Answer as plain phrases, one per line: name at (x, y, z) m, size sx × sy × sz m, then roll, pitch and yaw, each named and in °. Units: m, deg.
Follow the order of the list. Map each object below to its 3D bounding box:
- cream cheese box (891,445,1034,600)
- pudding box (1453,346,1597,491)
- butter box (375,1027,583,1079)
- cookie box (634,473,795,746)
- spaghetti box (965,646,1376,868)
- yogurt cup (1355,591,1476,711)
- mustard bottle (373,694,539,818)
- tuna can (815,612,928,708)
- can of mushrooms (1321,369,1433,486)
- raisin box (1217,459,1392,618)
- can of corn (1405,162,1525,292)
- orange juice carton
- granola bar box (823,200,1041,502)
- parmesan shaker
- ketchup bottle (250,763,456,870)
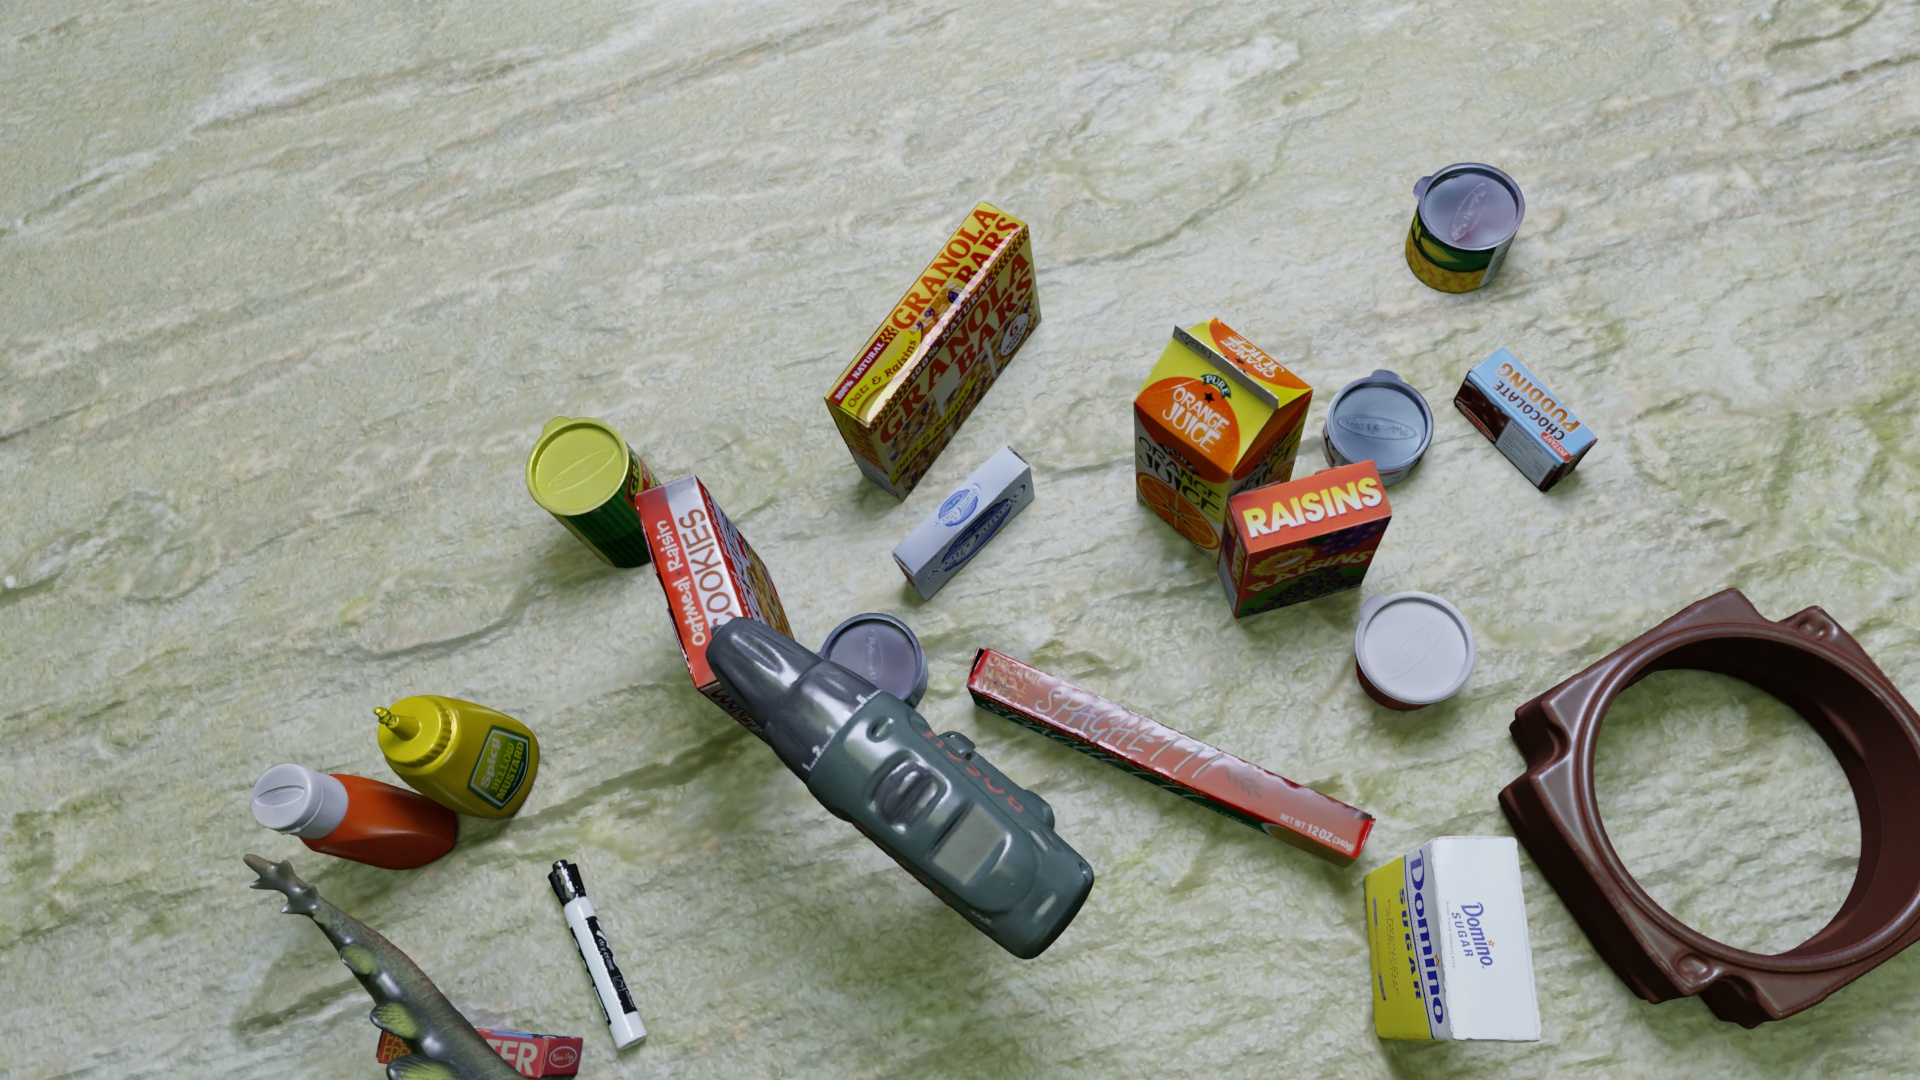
cream cheese box at (0.003, -0.011, 0.895) m, size 0.104 × 0.053 × 0.024 m, roll -44°, pitch 71°, yaw -9°
pudding box at (0.354, -0.076, 0.875) m, size 0.030 × 0.049 × 0.084 m, roll -36°, pitch 69°, yaw -6°
butter box at (-0.282, 0.300, 0.816) m, size 0.103 × 0.053 × 0.024 m, roll 2°, pitch 70°, yaw 8°
cookie box at (-0.135, 0.048, 0.830) m, size 0.040 × 0.167 × 0.123 m, roll -23°, pitch 69°, yaw -1°
spaghetti box at (0.120, 0.128, 0.829) m, size 0.250 × 0.050 × 0.029 m, roll 22°, pitch 74°, yaw 15°
yogurt cup at (0.268, 0.070, 0.829) m, size 0.072 × 0.053 × 0.072 m, roll -2°, pitch 69°, yaw 7°
mustard bottle at (-0.305, 0.124, 0.827) m, size 0.049 × 0.159 × 0.065 m, roll 12°, pitch 72°, yaw 12°
tuna can at (-0.057, 0.082, 0.879) m, size 0.071 × 0.032 × 0.071 m, roll -2°, pitch 69°, yaw 7°
can of mushrooms at (0.268, -0.072, 0.893) m, size 0.071 × 0.033 × 0.071 m, roll -2°, pitch 69°, yaw 7°
raisin box at (0.202, 0.001, 0.827) m, size 0.086 × 0.123 × 0.040 m, roll -15°, pitch 69°, yaw 2°
can of corn at (0.331, -0.208, 0.923) m, size 0.071 × 0.058 × 0.071 m, roll -2°, pitch 70°, yaw 7°
orange juice carton at (0.152, -0.063, 0.820) m, size 0.072 × 0.192 × 0.073 m, roll 41°, pitch 80°, yaw 19°
granola bar box at (-0.014, -0.120, 0.900) m, size 0.039 × 0.124 × 0.166 m, roll 33°, pitch 77°, yaw 17°
parmesan shaker at (-0.232, -0.031, 0.907) m, size 0.071 × 0.102 × 0.071 m, roll -2°, pitch 70°, yaw 7°
ketchup bottle at (-0.361, 0.165, 0.826) m, size 0.065 × 0.148 × 0.043 m, roll -13°, pitch 69°, yaw 3°
